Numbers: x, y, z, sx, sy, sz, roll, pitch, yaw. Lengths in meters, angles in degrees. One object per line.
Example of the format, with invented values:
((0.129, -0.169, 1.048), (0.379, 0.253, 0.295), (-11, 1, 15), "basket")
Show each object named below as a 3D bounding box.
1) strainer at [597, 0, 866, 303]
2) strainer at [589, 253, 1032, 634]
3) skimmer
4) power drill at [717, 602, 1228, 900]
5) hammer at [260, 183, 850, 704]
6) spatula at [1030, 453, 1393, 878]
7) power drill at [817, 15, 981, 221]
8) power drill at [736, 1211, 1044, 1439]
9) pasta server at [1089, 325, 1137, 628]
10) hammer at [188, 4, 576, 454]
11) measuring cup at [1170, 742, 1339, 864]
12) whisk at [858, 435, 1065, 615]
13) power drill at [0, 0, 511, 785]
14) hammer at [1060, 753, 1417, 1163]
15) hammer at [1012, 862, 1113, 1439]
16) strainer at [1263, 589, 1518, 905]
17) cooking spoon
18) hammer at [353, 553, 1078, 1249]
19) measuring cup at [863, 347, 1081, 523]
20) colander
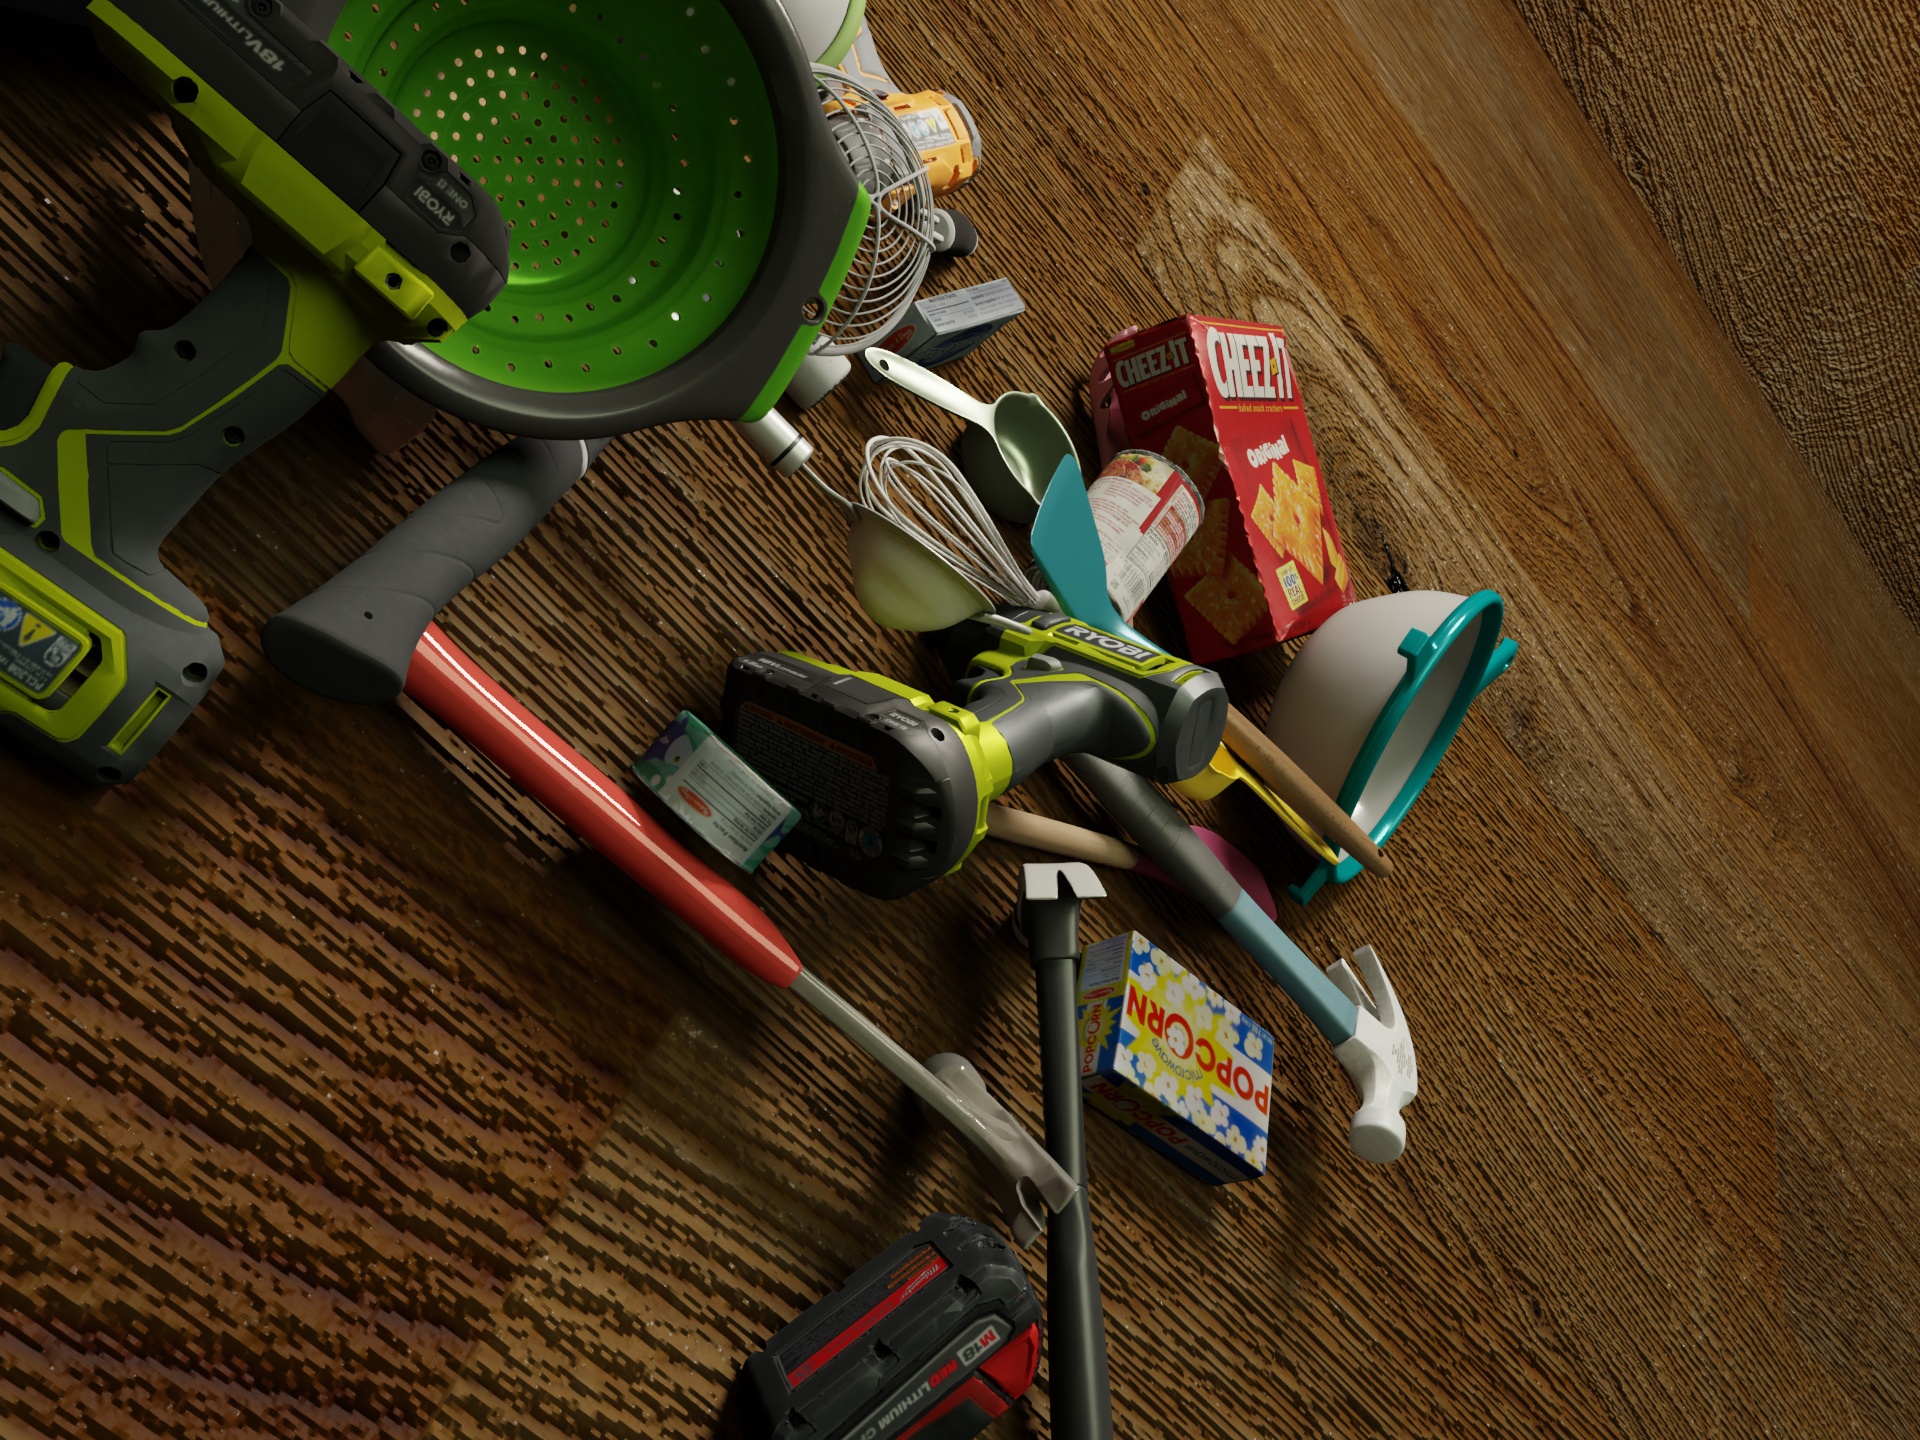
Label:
((-0.110, -0.345, 0.817), (0.069, 0.151, 0.256), (100, -26, -87), "strainer")
((-0.072, -0.112, 0.718), (0.258, 0.087, 0.050), (45, 81, -14), "strainer")
((-0.047, -0.261, 0.841), (0.363, 0.090, 0.127), (-68, 153, -75), "skimmer")
((-0.001, -0.002, 0.750), (0.223, 0.171, 0.080), (-20, 125, -48), "power drill")
((-0.163, -0.129, 0.676), (0.149, 0.036, 0.409), (47, 33, -15), "hammer")
((0.145, -0.012, 0.885), (0.317, 0.044, 0.082), (41, 45, -18), "spatula")
((-0.094, -0.395, 0.917), (0.185, 0.084, 0.226), (-38, 103, -49), "power drill")
((0.041, 0.303, 0.612), (0.188, 0.080, 0.226), (-34, 97, -14), "power drill")
((0.105, -0.118, 1.008), (0.060, 0.040, 0.316), (36, 46, -45), "pasta server")
((-0.234, -0.268, 0.714), (0.129, 0.031, 0.332), (50, 37, -34), "hammer")
((0.162, 0.047, 0.915), (0.156, 0.029, 0.062), (39, 21, -26), "measuring cup")
((0.035, -0.069, 0.886), (0.246, 0.058, 0.059), (43, 35, -22), "whisk")
((-0.271, -0.118, 0.487), (0.190, 0.080, 0.228), (41, 85, -25), "power drill")
((0.142, 0.093, 0.895), (0.331, 0.033, 0.128), (47, 32, -7), "hammer")
((0.049, 0.226, 0.711), (0.035, 0.146, 0.335), (-2, 72, -2), "hammer")
((0.291, -0.023, 1.077), (0.095, 0.211, 0.340), (30, 30, 23), "strainer")
((0.077, 0.071, 0.885), (0.318, 0.017, 0.069), (18, 44, -41), "cooking spoon")
((-0.103, 0.070, 0.624), (0.359, 0.149, 0.037), (43, 84, -15), "hammer")
((0.000, -0.168, 0.923), (0.167, 0.038, 0.083), (23, 54, -36), "measuring cup")
((-0.225, -0.247, 0.573), (0.396, 0.095, 0.204), (26, 95, -31), "colander")
